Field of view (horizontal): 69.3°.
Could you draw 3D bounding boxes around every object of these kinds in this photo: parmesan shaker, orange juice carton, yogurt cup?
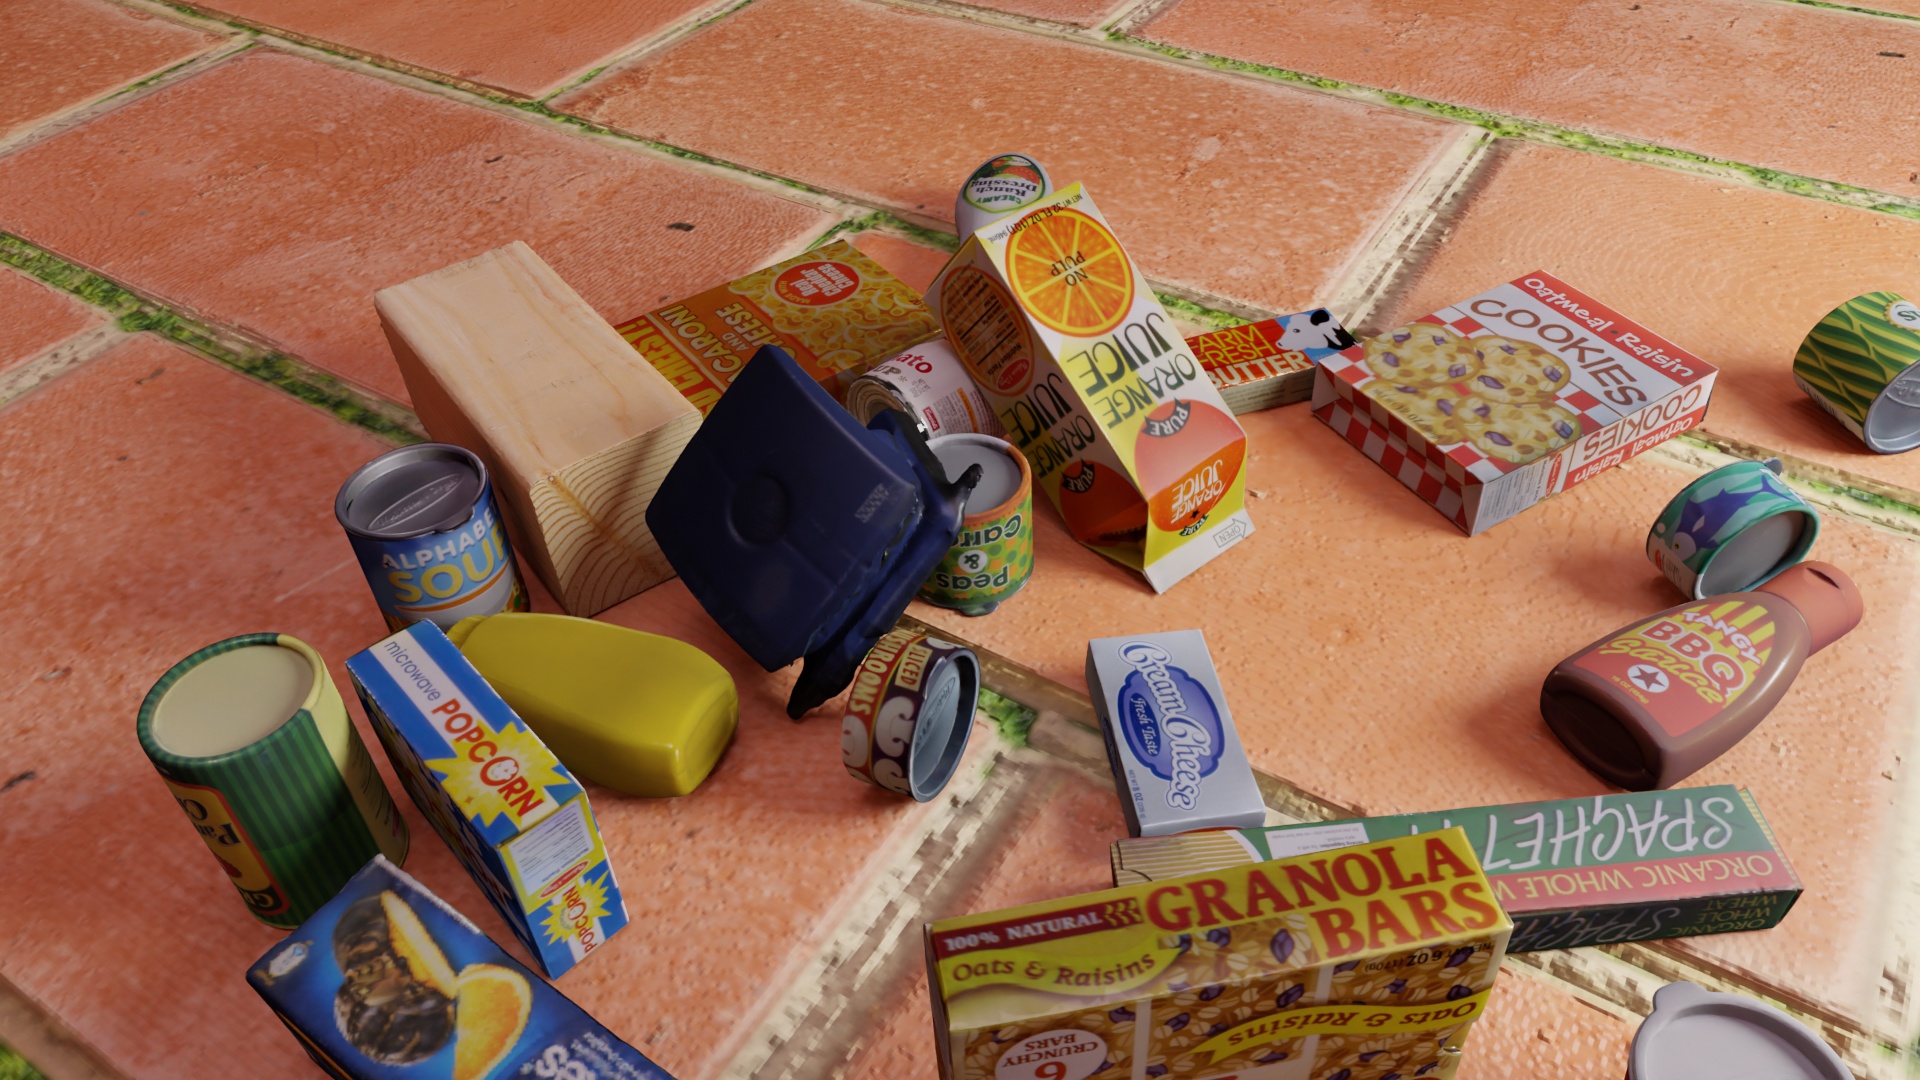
[{"bbox_3d":[-0.265,0.092,0.539,0.071,0.102,0.072,-2,42,2],"label":"parmesan shaker"},{"bbox_3d":[0.070,-0.070,0.686,0.072,0.072,0.192,-32,88,-28],"label":"orange juice carton"},{"bbox_3d":[0.242,0.187,0.441,0.072,0.053,0.073,-2,42,2],"label":"yogurt cup"}]

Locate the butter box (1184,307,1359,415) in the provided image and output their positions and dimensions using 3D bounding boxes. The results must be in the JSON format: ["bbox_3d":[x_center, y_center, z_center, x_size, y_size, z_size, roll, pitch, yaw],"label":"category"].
[{"bbox_3d":[0.173,-0.100,0.788,0.104,0.024,0.053,-14,44,-12],"label":"butter box"}]

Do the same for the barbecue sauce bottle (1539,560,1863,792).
[{"bbox_3d":[0.323,0.052,0.595,0.149,0.043,0.065,-23,45,-21],"label":"barbecue sauce bottle"}]

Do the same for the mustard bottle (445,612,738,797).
[{"bbox_3d":[-0.177,0.063,0.608,0.160,0.048,0.066,15,43,20],"label":"mustard bottle"}]

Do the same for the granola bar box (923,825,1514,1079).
[{"bbox_3d":[0.076,0.154,0.435,0.166,0.123,0.039,-9,43,-6],"label":"granola bar box"}]

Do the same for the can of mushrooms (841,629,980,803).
[{"bbox_3d":[-0.020,0.070,0.574,0.033,0.070,0.071,15,45,22],"label":"can of mushrooms"}]

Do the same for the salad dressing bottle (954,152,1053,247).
[{"bbox_3d":[0.022,-0.195,0.887,0.064,0.043,0.148,7,43,9],"label":"salad dressing bottle"}]

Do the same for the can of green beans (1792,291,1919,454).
[{"bbox_3d":[0.484,-0.088,0.726,0.071,0.071,0.058,-10,42,-8],"label":"can of green beans"}]

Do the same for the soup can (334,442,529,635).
[{"bbox_3d":[-0.242,0.008,0.646,0.071,0.083,0.072,-2,42,2],"label":"soup can"}]

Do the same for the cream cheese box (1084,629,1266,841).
[{"bbox_3d":[0.089,0.083,0.588,0.053,0.024,0.104,-6,42,-5],"label":"cream cheese box"}]

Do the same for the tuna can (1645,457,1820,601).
[{"bbox_3d":[0.356,-0.003,0.636,0.071,0.070,0.033,-14,45,-12],"label":"tuna can"}]

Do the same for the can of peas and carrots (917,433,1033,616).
[{"bbox_3d":[0.002,-0.008,0.669,0.071,0.058,0.071,-2,42,2],"label":"can of peas and carrots"}]

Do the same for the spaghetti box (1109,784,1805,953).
[{"bbox_3d":[0.184,0.130,0.527,0.250,0.028,0.050,-5,42,-2],"label":"spaghetti box"}]

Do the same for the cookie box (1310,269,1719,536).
[{"bbox_3d":[0.295,-0.079,0.747,0.168,0.040,0.123,-23,46,-20],"label":"cookie box"}]

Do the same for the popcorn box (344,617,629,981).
[{"bbox_3d":[-0.185,0.098,0.542,0.038,0.084,0.127,-32,49,-29],"label":"popcorn box"}]

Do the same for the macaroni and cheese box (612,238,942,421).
[{"bbox_3d":[-0.103,-0.107,0.800,0.167,0.040,0.124,-27,47,-25],"label":"macaroni and cheese box"}]
